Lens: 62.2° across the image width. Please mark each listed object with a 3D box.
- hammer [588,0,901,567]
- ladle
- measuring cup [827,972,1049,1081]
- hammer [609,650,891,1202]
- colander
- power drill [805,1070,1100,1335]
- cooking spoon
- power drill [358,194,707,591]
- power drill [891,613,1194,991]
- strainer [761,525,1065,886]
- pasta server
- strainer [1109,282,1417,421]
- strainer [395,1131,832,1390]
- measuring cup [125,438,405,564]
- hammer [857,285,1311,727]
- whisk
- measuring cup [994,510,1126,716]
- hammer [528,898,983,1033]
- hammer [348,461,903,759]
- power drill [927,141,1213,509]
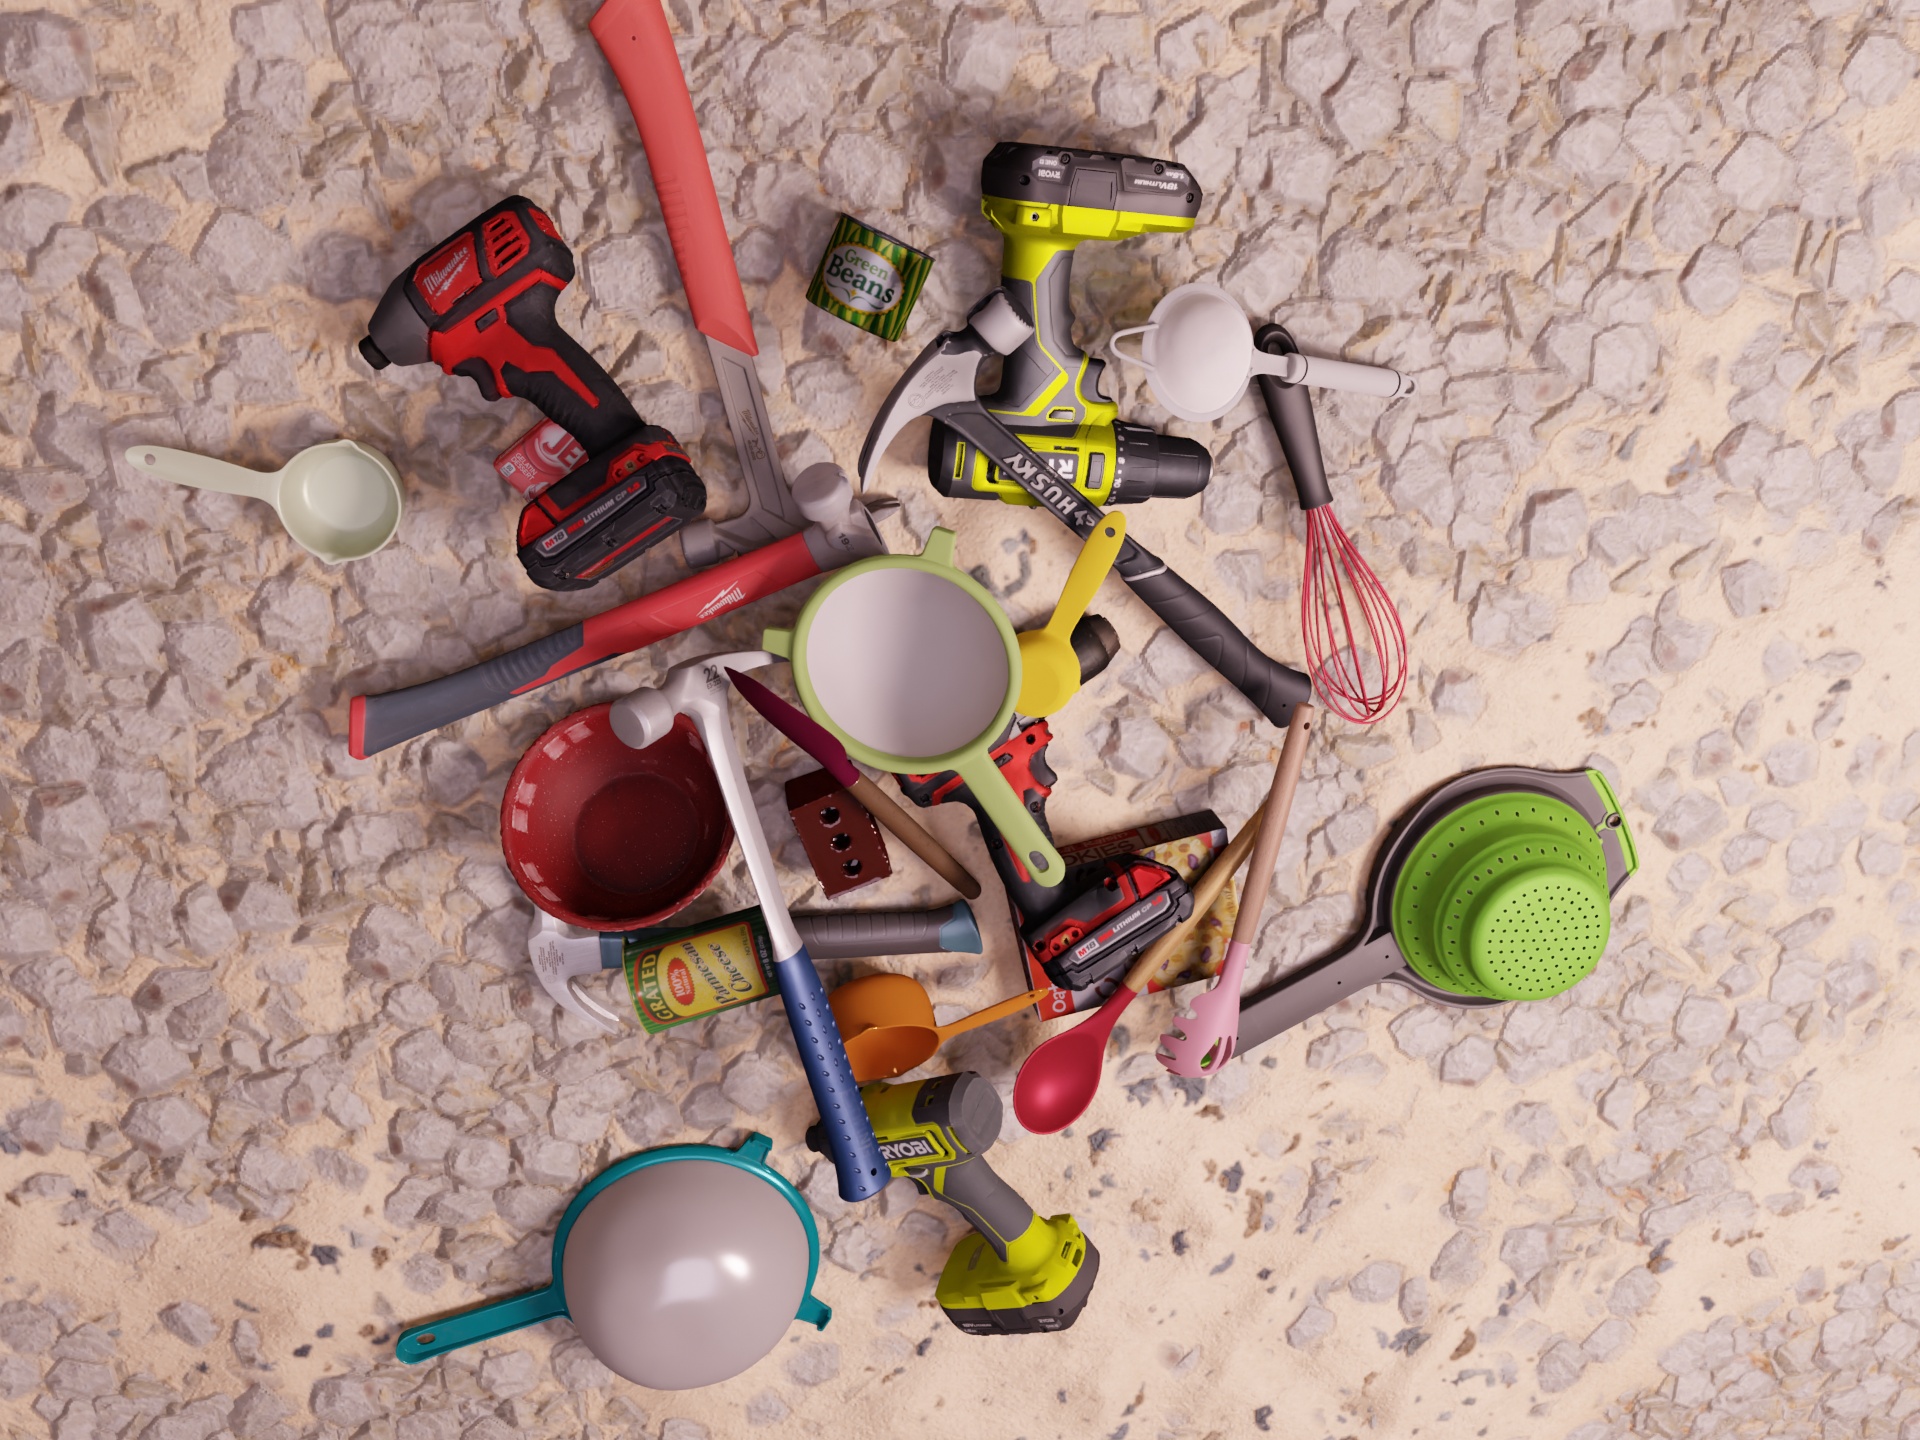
[{"bbox_3d":[-0.149,-0.280,1.011,0.149,0.037,0.358,-14,111,-3],"label":"hammer"},{"bbox_3d":[0.141,0.177,1.178,0.069,0.031,0.315,32,100,-25],"label":"ladle"},{"bbox_3d":[-0.023,0.211,1.182,0.173,0.052,0.095,-20,145,0],"label":"measuring cup"},{"bbox_3d":[-0.115,0.144,1.074,0.035,0.144,0.405,0,114,38],"label":"hammer"},{"bbox_3d":[0.352,0.185,1.217,0.397,0.095,0.204,-29,111,3],"label":"colander"},{"bbox_3d":[-0.007,0.369,1.225,0.171,0.080,0.223,-19,114,35],"label":"power drill"},{"bbox_3d":[-0.062,0.051,1.076,0.017,0.069,0.318,-56,139,-12],"label":"cooking spoon"},{"bbox_3d":[-0.266,-0.195,0.978,0.143,0.078,0.219,-32,90,6],"label":"power drill"},{"bbox_3d":[0.074,0.054,1.120,0.188,0.080,0.226,-34,91,-3],"label":"power drill"},{"bbox_3d":[-0.002,-0.003,1.054,0.151,0.069,0.256,-29,106,21],"label":"strainer"},{"bbox_3d":[0.206,0.132,1.159,0.060,0.040,0.316,-1,113,-31],"label":"pasta server"},{"bbox_3d":[0.212,-0.233,1.038,0.258,0.050,0.087,-1,98,-34],"label":"strainer"},{"bbox_3d":[-0.274,0.460,1.228,0.340,0.095,0.210,-16,111,-3],"label":"strainer"},{"bbox_3d":[-0.440,-0.153,1.016,0.167,0.038,0.083,12,108,-10],"label":"measuring cup"},{"bbox_3d":[0.105,-0.107,1.058,0.149,0.036,0.408,-38,126,22],"label":"hammer"},{"bbox_3d":[0.254,-0.133,1.112,0.073,0.073,0.295,-19,105,-1],"label":"whisk"},{"bbox_3d":[0.068,-0.067,1.036,0.062,0.029,0.156,27,121,2],"label":"measuring cup"},{"bbox_3d":[-0.147,0.161,1.171,0.331,0.033,0.128,-2,109,-7],"label":"hammer"},{"bbox_3d":[-0.230,-0.048,1.070,0.386,0.038,0.143,-21,141,7],"label":"hammer"},{"bbox_3d":[0.085,-0.248,1.035,0.190,0.080,0.228,2,112,-13],"label":"power drill"}]
